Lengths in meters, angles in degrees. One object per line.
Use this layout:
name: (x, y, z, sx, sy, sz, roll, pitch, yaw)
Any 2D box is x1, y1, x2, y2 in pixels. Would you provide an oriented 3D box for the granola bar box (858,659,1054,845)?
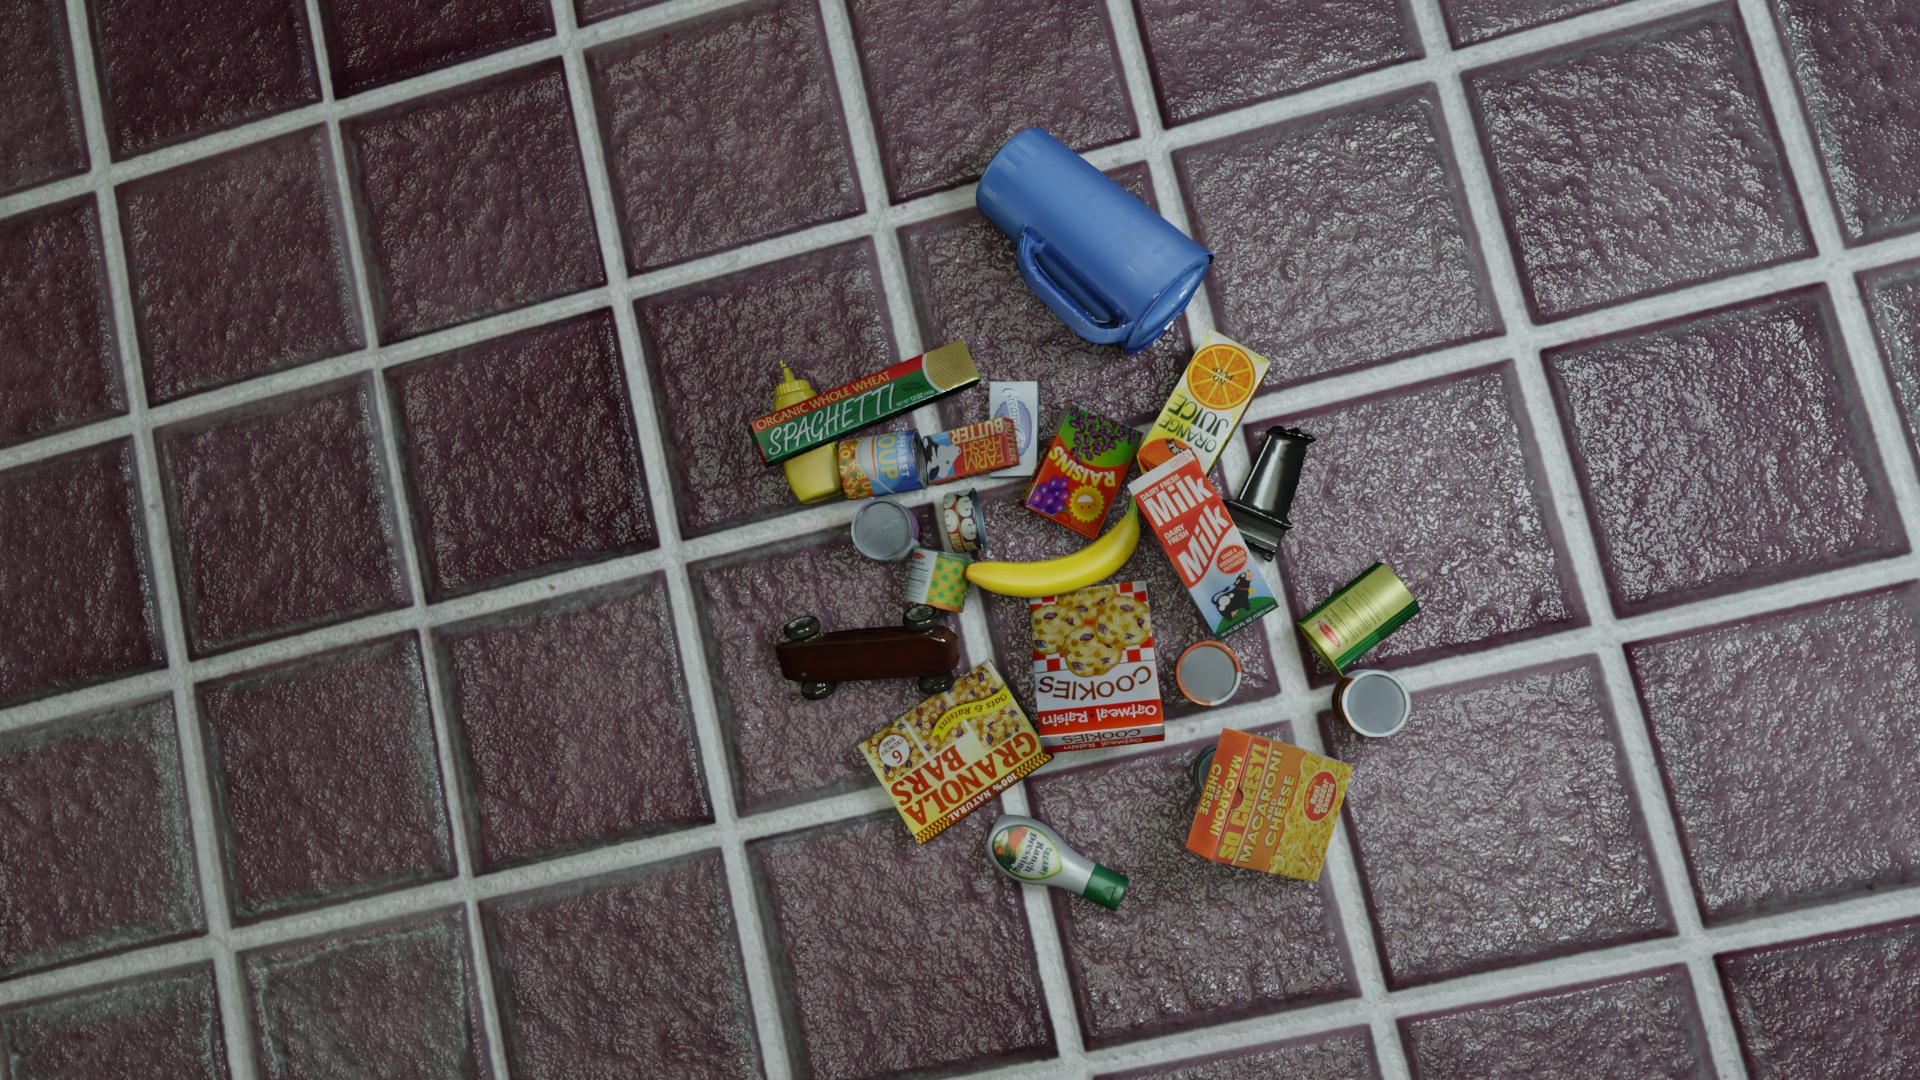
granola bar box: (-0.004, 0.220, 1.453, 0.165, 0.039, 0.124, -34, 80, 4)

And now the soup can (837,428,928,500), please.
soup can: (-0.083, -0.081, 1.477, 0.084, 0.071, 0.071, -9, 84, 8)

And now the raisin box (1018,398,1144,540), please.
raisin box: (0.126, -0.074, 1.451, 0.086, 0.040, 0.123, 25, 89, -10)

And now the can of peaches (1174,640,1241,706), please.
can of peaches: (0.250, 0.134, 1.415, 0.071, 0.058, 0.071, -1, 85, 8)

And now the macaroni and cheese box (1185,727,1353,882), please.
macaroni and cheese box: (0.303, 0.258, 1.350, 0.040, 0.166, 0.123, 14, 86, 52)

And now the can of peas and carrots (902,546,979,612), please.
can of peas and carrots: (-0.021, 0.042, 1.460, 0.071, 0.071, 0.058, 13, 87, 9)

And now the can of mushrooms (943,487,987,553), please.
can of mushrooms: (0.005, -0.018, 1.460, 0.033, 0.071, 0.071, -11, 83, 8)

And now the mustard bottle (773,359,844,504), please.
mustard bottle: (-0.170, -0.122, 1.505, 0.065, 0.048, 0.160, -16, 82, 0)

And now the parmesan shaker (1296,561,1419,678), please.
parmesan shaker: (0.401, 0.080, 1.394, 0.103, 0.071, 0.071, -38, 81, 3)

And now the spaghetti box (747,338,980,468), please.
spaghetti box: (-0.101, -0.146, 1.475, 0.250, 0.028, 0.050, -23, 81, -11)

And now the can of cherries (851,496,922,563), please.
can of cherries: (-0.078, -0.012, 1.477, 0.071, 0.058, 0.071, -1, 85, 9)

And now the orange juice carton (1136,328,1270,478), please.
orange juice carton: (0.240, -0.112, 1.433, 0.073, 0.072, 0.192, 30, 89, 10)

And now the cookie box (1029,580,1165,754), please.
cookie box: (0.137, 0.128, 1.406, 0.123, 0.040, 0.168, -7, 55, 7)

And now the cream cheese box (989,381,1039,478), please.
cream cheese box: (0.058, -0.118, 1.484, 0.053, 0.024, 0.104, -1, 85, 7)

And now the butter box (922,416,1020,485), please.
butter box: (0.011, -0.094, 1.470, 0.103, 0.024, 0.053, -12, 80, 29)

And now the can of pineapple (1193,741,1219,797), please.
can of pineapple: (0.269, 0.238, 1.402, 0.071, 0.058, 0.071, -1, 85, 9)

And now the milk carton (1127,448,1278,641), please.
milk carton: (0.236, -0.001, 1.374, 0.072, 0.074, 0.190, -32, 117, 5)

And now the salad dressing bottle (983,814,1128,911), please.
salad dressing bottle: (0.098, 0.332, 1.425, 0.148, 0.044, 0.064, 23, 87, 9)

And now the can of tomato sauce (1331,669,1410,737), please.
can of tomato sauce: (0.407, 0.163, 1.377, 0.071, 0.083, 0.071, -1, 84, 8)
